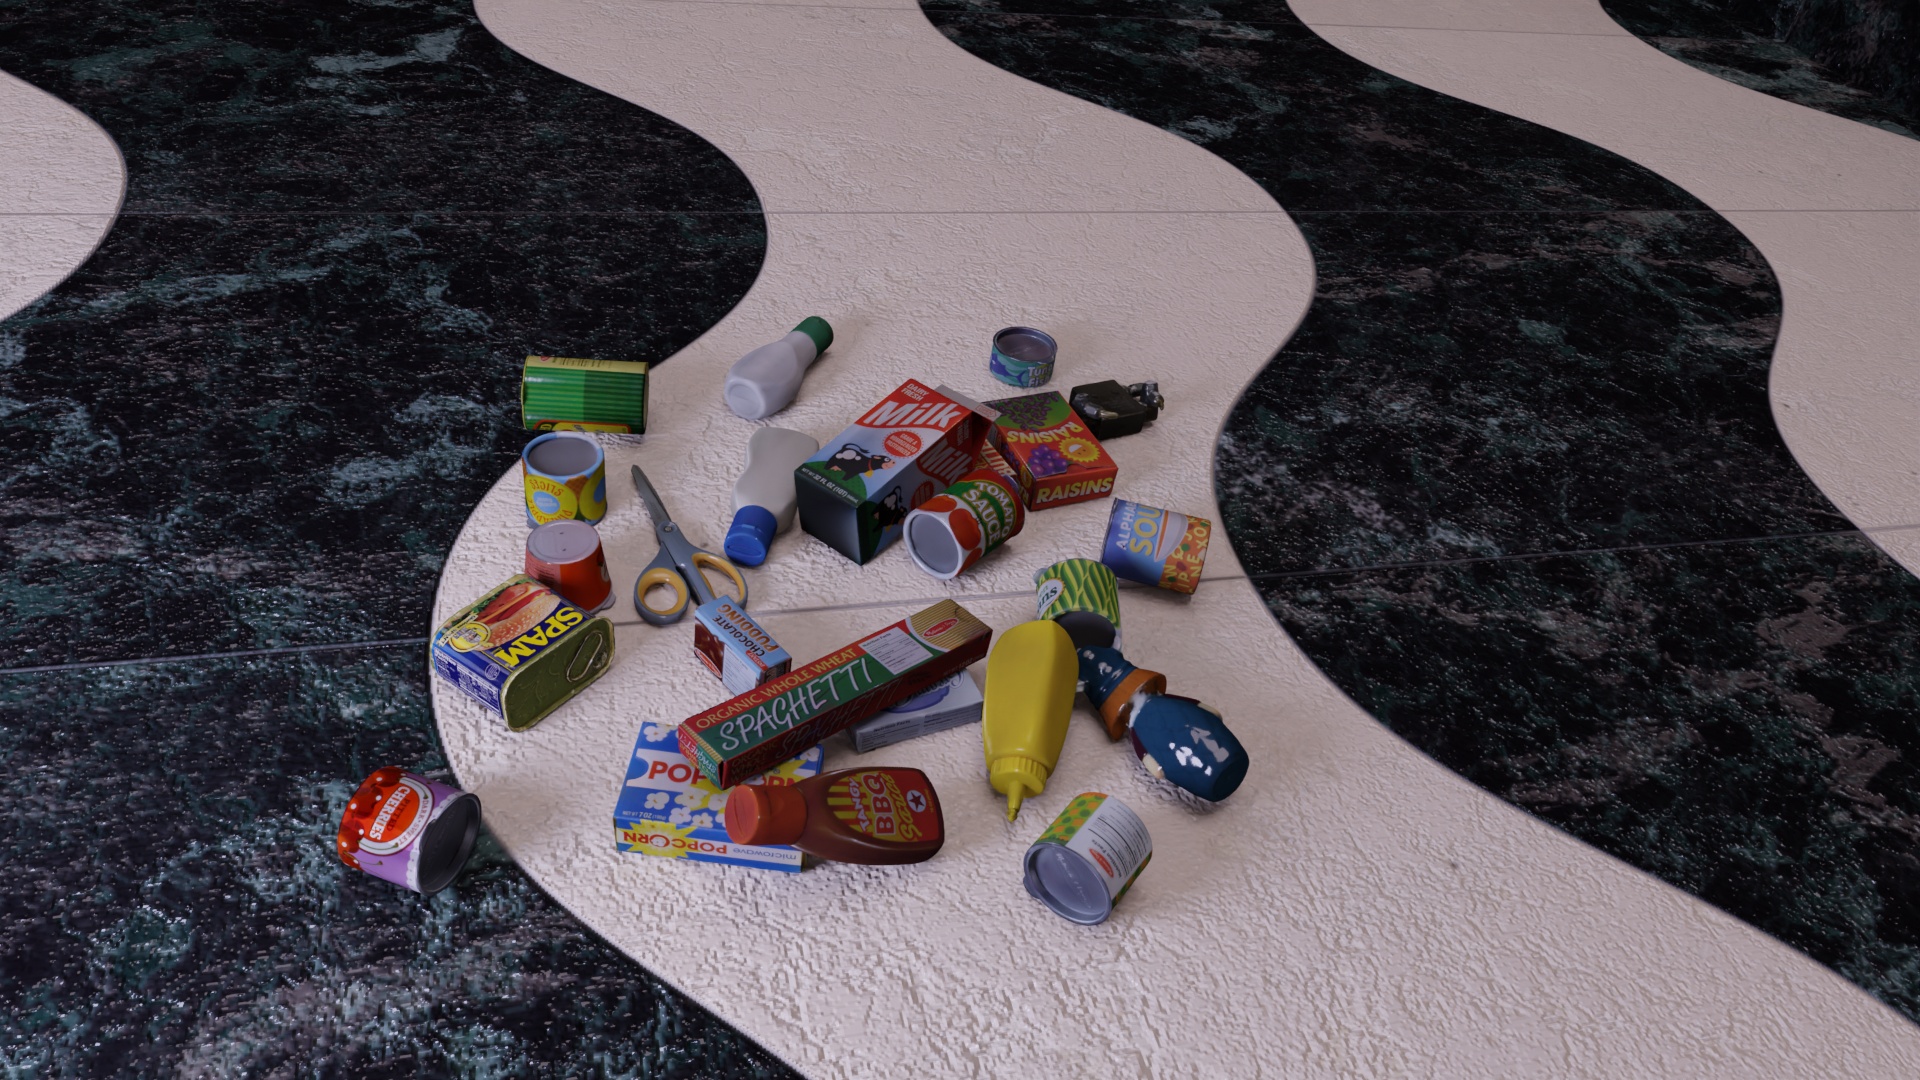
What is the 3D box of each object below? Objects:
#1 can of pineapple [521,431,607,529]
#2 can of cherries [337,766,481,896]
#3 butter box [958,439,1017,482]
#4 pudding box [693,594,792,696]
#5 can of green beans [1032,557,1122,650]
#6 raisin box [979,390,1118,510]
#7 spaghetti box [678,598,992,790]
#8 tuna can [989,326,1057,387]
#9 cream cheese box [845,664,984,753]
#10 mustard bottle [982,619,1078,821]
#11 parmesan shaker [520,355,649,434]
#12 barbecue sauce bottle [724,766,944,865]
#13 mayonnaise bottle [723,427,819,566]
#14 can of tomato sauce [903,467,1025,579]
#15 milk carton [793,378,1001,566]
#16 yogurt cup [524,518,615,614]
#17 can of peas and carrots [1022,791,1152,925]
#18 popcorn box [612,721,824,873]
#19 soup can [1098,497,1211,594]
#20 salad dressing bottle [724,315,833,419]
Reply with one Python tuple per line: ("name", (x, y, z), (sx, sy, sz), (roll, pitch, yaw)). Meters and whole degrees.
("can of pineapple", (-0.327, -0.048, 1.146), (0.071, 0.057, 0.071), (5, 40, -4))
("can of cherries", (-0.342, 0.178, 0.863), (0.058, 0.071, 0.072), (17, 40, 10))
("butter box", (0.004, -0.075, 1.267), (0.053, 0.024, 0.104), (-14, 45, -25))
("pudding box", (-0.162, 0.084, 1.026), (0.030, 0.049, 0.084), (-26, 51, -37))
("can of green beans", (0.093, 0.057, 1.095), (0.071, 0.070, 0.058), (7, 40, -3))
("raisin box", (0.078, -0.085, 1.282), (0.086, 0.039, 0.124), (-10, 44, -23))
("spaghetti box", (-0.083, 0.103, 0.982), (0.251, 0.028, 0.050), (-23, 45, -39))
("tuna can", (0.065, -0.184, 1.403), (0.071, 0.032, 0.071), (5, 40, -4))
("cream cheese box", (-0.039, 0.119, 1.027), (0.104, 0.024, 0.053), (-12, 45, -24))
("mustard bottle", (0.046, 0.133, 1.000), (0.065, 0.048, 0.161), (-18, 43, 32))
("parmesan shaker", (-0.332, -0.128, 1.233), (0.103, 0.071, 0.072), (3, 40, -9))
("barbecue sauce bottle", (-0.080, 0.176, 0.889), (0.149, 0.043, 0.065), (11, 50, -42))
("mayonnaise bottle", (-0.164, -0.039, 1.181), (0.065, 0.041, 0.149), (12, 41, 1))
("can of tomato sauce", (0.004, -0.015, 1.161), (0.071, 0.070, 0.083), (33, 46, 26))
("milk carton", (-0.050, -0.072, 1.191), (0.072, 0.073, 0.191), (29, 54, 25))
("yogurt cup", (-0.305, 0.020, 1.073), (0.072, 0.053, 0.073), (5, 40, -4))
("can of peas and carrots", (0.083, 0.209, 0.914), (0.071, 0.070, 0.059), (29, 43, 22))
("popcorn box", (-0.160, 0.171, 0.932), (0.127, 0.038, 0.085), (8, 41, -2))
("soup can", (0.163, 0.003, 1.168), (0.084, 0.071, 0.072), (13, 40, 5))
("salad dressing bottle", (-0.170, -0.169, 1.334), (0.064, 0.043, 0.148), (19, 40, 15))
